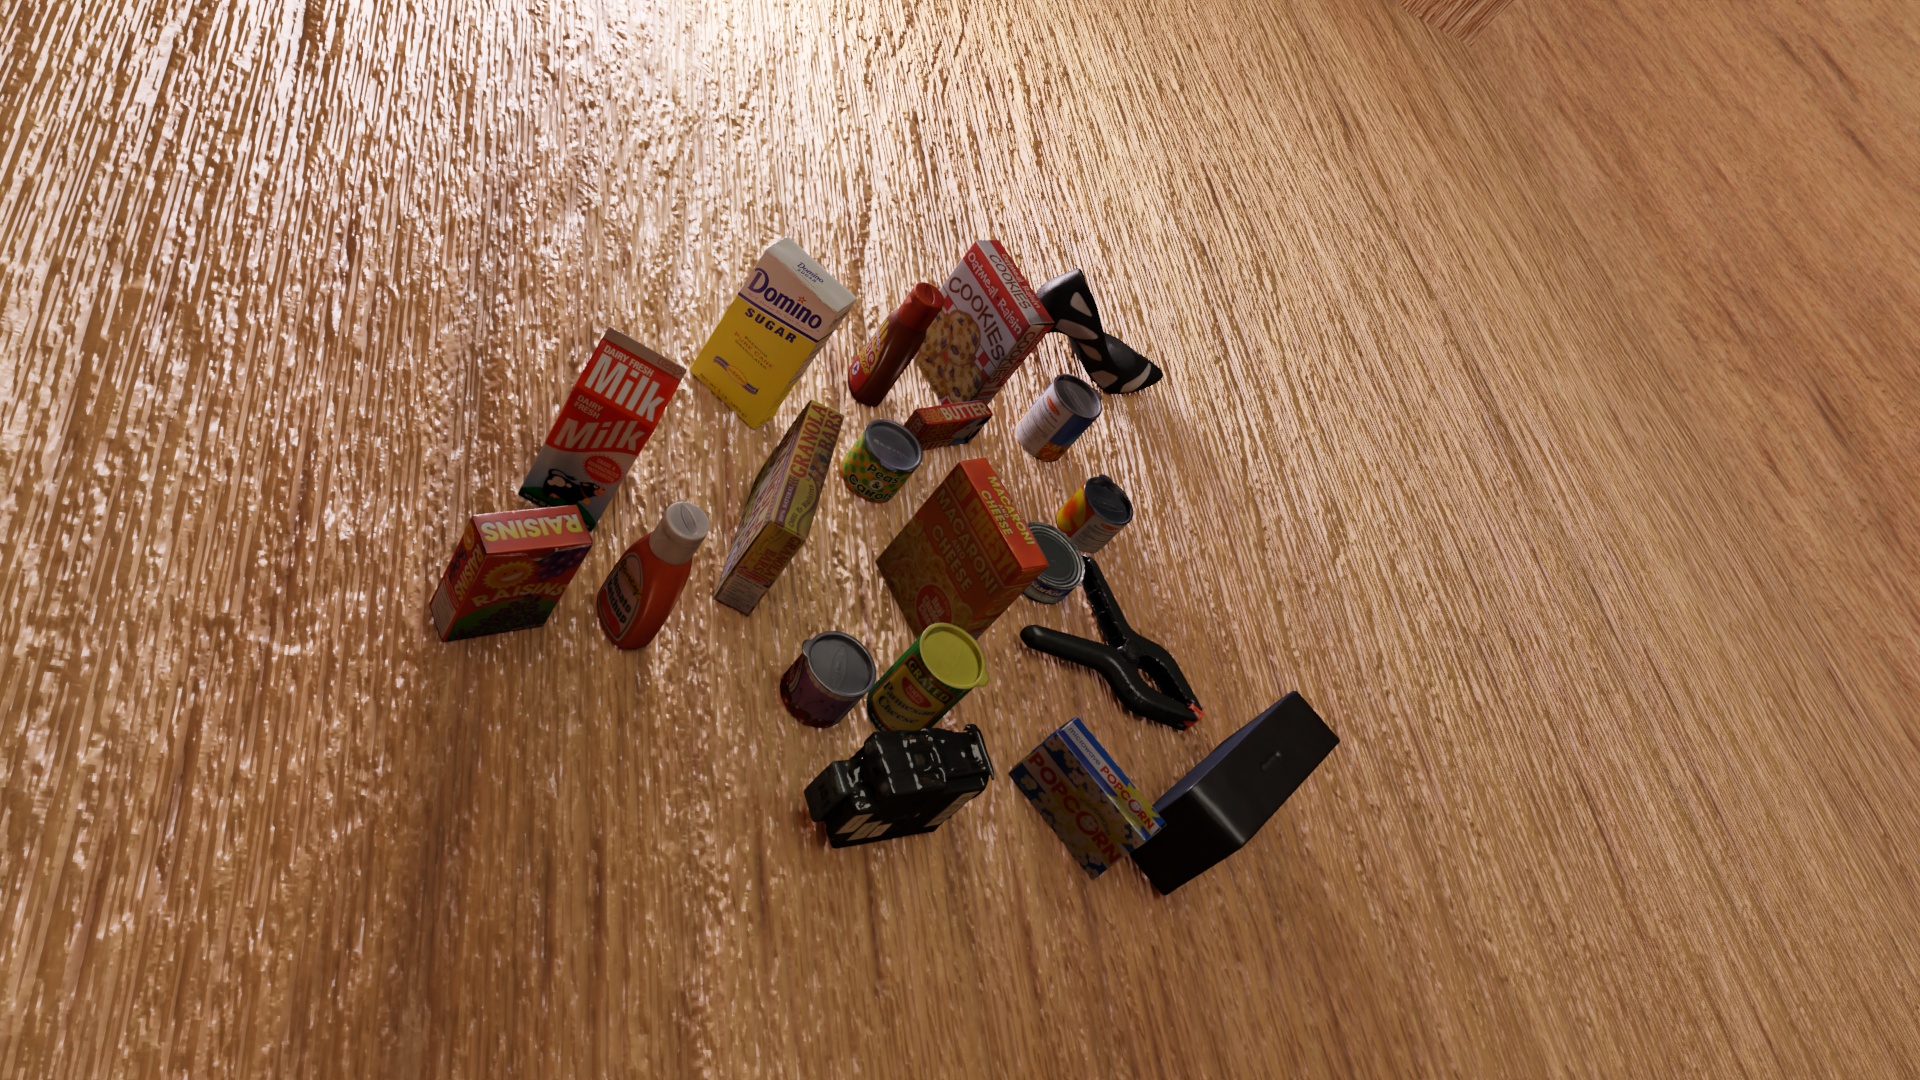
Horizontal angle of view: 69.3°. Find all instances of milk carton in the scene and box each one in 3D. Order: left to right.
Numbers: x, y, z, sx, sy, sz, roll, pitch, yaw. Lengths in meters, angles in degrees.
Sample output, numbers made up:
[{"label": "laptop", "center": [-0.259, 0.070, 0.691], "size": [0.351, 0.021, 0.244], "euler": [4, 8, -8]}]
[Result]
[{"label": "milk carton", "center": [-0.295, -0.099, 1.158], "size": [0.072, 0.189, 0.074], "euler": [28, 42, -15]}]

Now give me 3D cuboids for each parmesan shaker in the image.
[{"label": "parmesan shaker", "center": [-0.030, 0.130, 1.230], "size": [0.071, 0.102, 0.072], "euler": [21, 45, -22]}]

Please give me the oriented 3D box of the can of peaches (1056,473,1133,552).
[{"label": "can of peaches", "center": [0.149, -0.030, 1.543], "size": [0.071, 0.057, 0.071], "euler": [21, 45, -22]}]

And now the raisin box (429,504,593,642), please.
[{"label": "raisin box", "center": [-0.345, 0.026, 1.061], "size": [0.086, 0.122, 0.040], "euler": [-7, 60, -42]}]

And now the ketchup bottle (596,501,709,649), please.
[{"label": "ketchup bottle", "center": [-0.246, 0.025, 1.119], "size": [0.044, 0.148, 0.065], "euler": [-6, 59, -41]}]

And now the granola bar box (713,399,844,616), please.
[{"label": "granola bar box", "center": [-0.163, -0.031, 1.252], "size": [0.039, 0.123, 0.166], "euler": [28, 42, -16]}]

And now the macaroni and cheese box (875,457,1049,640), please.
[{"label": "macaroni and cheese box", "center": [-0.002, 0.020, 1.300], "size": [0.040, 0.165, 0.124], "euler": [-9, 61, -42]}]

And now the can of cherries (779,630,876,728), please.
[{"label": "can of cherries", "center": [-0.117, 0.120, 1.205], "size": [0.071, 0.058, 0.072], "euler": [21, 45, -22]}]

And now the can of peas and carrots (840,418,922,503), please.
[{"label": "can of peas and carrots", "center": [-0.081, -0.078, 1.407], "size": [0.071, 0.058, 0.071], "euler": [21, 45, -22]}]

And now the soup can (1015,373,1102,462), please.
[{"label": "soup can", "center": [0.114, -0.140, 1.593], "size": [0.071, 0.083, 0.072], "euler": [21, 45, -22]}]

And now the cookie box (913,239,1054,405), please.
[{"label": "cookie box", "center": [0.017, -0.230, 1.533], "size": [0.040, 0.166, 0.123], "euler": [-11, 63, -43]}]

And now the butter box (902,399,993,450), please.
[{"label": "butter box", "center": [-0.018, -0.123, 1.500], "size": [0.104, 0.053, 0.024], "euler": [-13, 64, -44]}]

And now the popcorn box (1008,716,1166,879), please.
[{"label": "popcorn box", "center": [0.114, 0.234, 1.264], "size": [0.127, 0.084, 0.038], "euler": [50, 41, 10]}]

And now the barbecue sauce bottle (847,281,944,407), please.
[{"label": "barbecue sauce bottle", "center": [-0.068, -0.209, 1.463], "size": [0.044, 0.147, 0.065], "euler": [17, 46, -26]}]
